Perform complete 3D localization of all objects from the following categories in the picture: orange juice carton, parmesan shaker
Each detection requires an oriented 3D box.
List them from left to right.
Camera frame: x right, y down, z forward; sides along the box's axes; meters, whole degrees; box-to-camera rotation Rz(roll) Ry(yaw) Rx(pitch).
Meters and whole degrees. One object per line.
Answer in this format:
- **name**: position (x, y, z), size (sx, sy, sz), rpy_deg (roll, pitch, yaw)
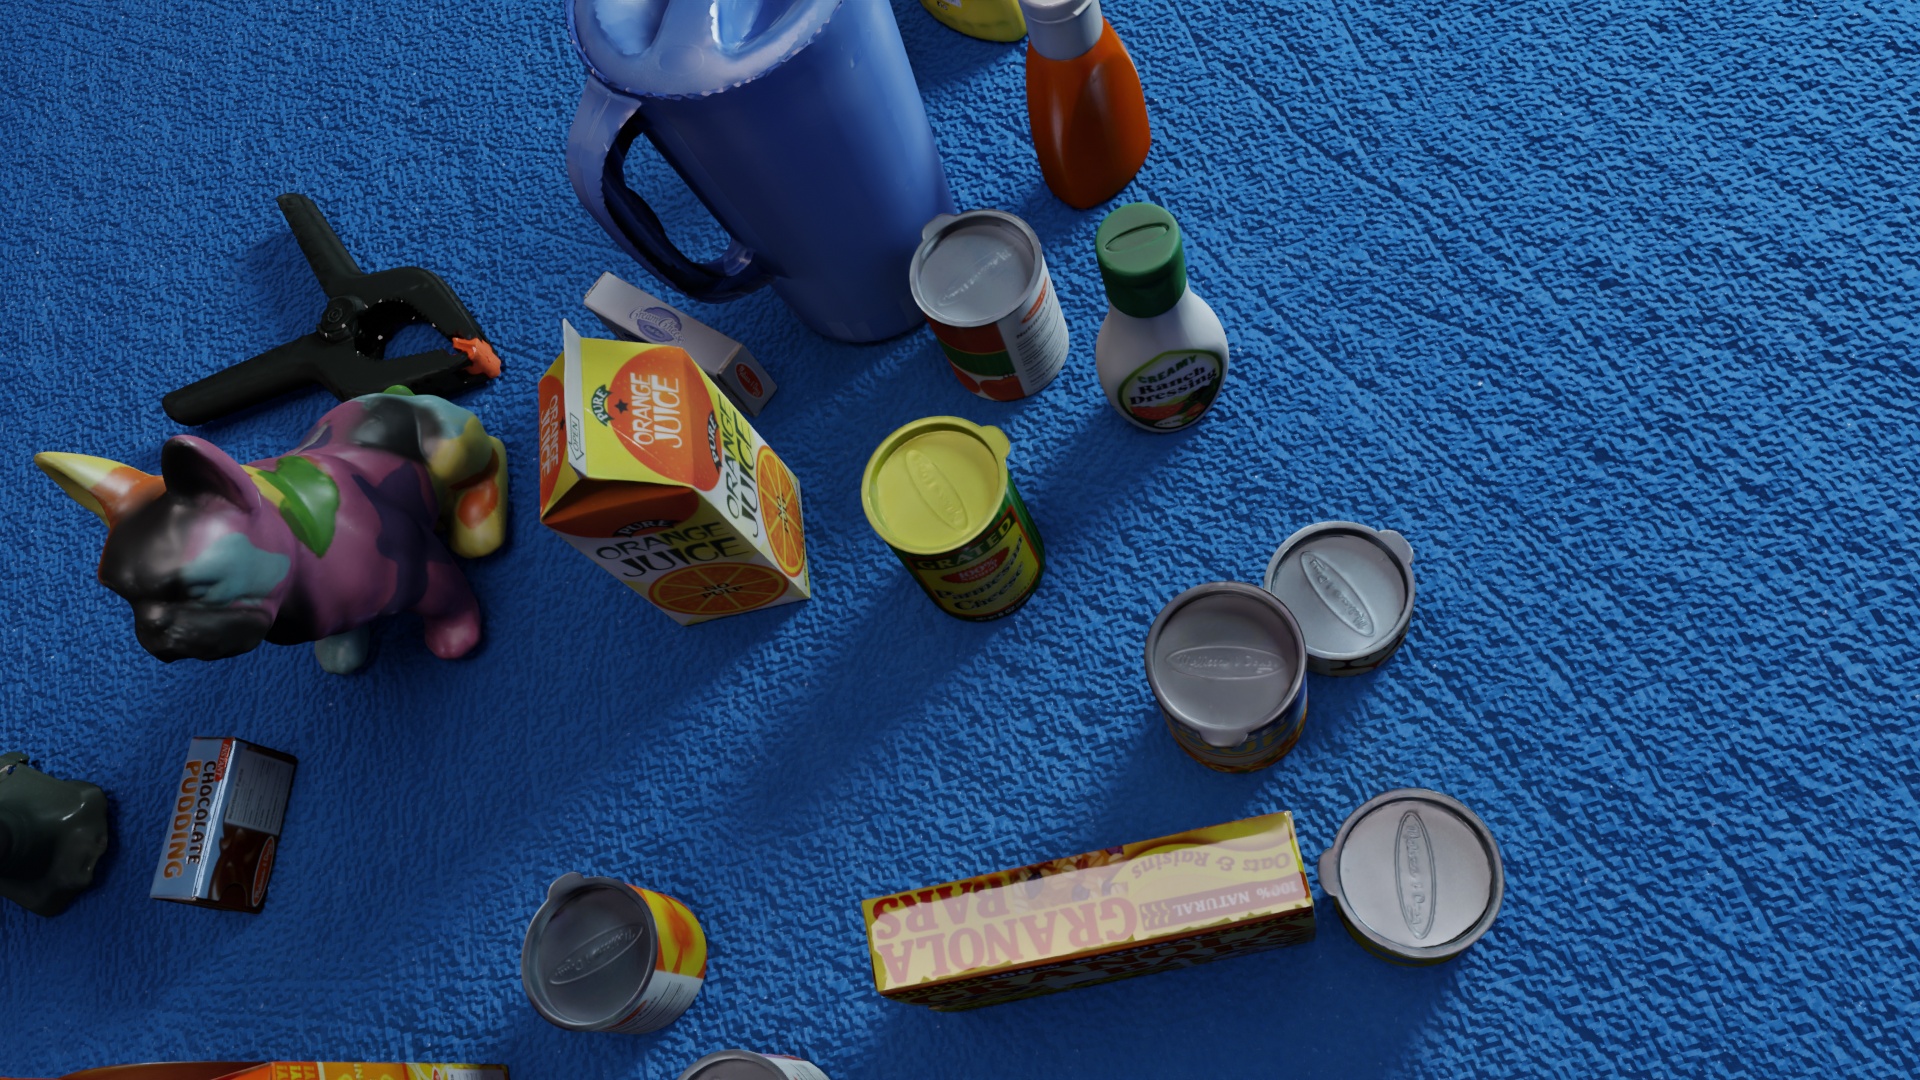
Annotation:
- **orange juice carton**: position (-0.138, -0.028, 0.650), size (0.073, 0.192, 0.072), rpy_deg (-13, 66, 10)
- **parmesan shaker**: position (0.002, -0.008, 0.655), size (0.071, 0.103, 0.071), rpy_deg (-5, 68, 13)

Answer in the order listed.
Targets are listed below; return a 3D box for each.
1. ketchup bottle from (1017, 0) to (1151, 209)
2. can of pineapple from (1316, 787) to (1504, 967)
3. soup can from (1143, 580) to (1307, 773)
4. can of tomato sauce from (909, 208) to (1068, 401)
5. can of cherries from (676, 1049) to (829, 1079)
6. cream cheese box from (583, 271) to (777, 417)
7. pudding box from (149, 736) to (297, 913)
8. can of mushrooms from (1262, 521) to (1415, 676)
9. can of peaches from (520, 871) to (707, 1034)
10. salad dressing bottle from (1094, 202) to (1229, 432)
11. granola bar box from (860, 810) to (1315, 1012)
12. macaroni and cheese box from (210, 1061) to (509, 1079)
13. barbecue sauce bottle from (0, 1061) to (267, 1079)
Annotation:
- **ketchup bottle**: position (0.061, -0.234, 0.707), size (0.065, 0.148, 0.043), rpy_deg (-45, 65, -5)
- **can of pineapple**: position (0.185, 0.140, 0.573), size (0.071, 0.057, 0.071), rpy_deg (-5, 67, 13)
- **soup can**: position (0.118, 0.065, 0.607), size (0.071, 0.083, 0.071), rpy_deg (-5, 68, 13)
- **can of tomato sauce**: position (0.015, -0.119, 0.708), size (0.071, 0.083, 0.071), rpy_deg (-5, 68, 13)
- **can of cherries**: position (-0.091, 0.256, 0.597), size (0.071, 0.058, 0.072), rpy_deg (-5, 67, 13)
- **cream cheese box**: position (-0.154, -0.107, 0.764), size (0.104, 0.053, 0.024), rpy_deg (29, 79, 23)
- **pudding box**: position (-0.381, 0.148, 0.720), size (0.030, 0.049, 0.084), rpy_deg (-3, 68, 14)
- **can of mushrooms**: position (0.175, 0.026, 0.636), size (0.071, 0.033, 0.071), rpy_deg (-5, 67, 13)
- **can of peaches**: position (-0.159, 0.190, 0.641), size (0.071, 0.058, 0.071), rpy_deg (-5, 67, 13)
- **salad dressing bottle**: position (0.090, -0.101, 0.646), size (0.064, 0.147, 0.044), rpy_deg (-18, 66, 7)
- **granola bar box**: position (0.058, 0.155, 0.563), size (0.165, 0.124, 0.039), rpy_deg (-14, 66, 9)
- **macaroni and cheese box**: position (-0.288, 0.258, 0.587), size (0.124, 0.166, 0.040), rpy_deg (-21, 65, 6)
- **barbecue sauce bottle**: position (-0.375, 0.260, 0.618), size (0.065, 0.148, 0.044), rpy_deg (-37, 65, -2)
